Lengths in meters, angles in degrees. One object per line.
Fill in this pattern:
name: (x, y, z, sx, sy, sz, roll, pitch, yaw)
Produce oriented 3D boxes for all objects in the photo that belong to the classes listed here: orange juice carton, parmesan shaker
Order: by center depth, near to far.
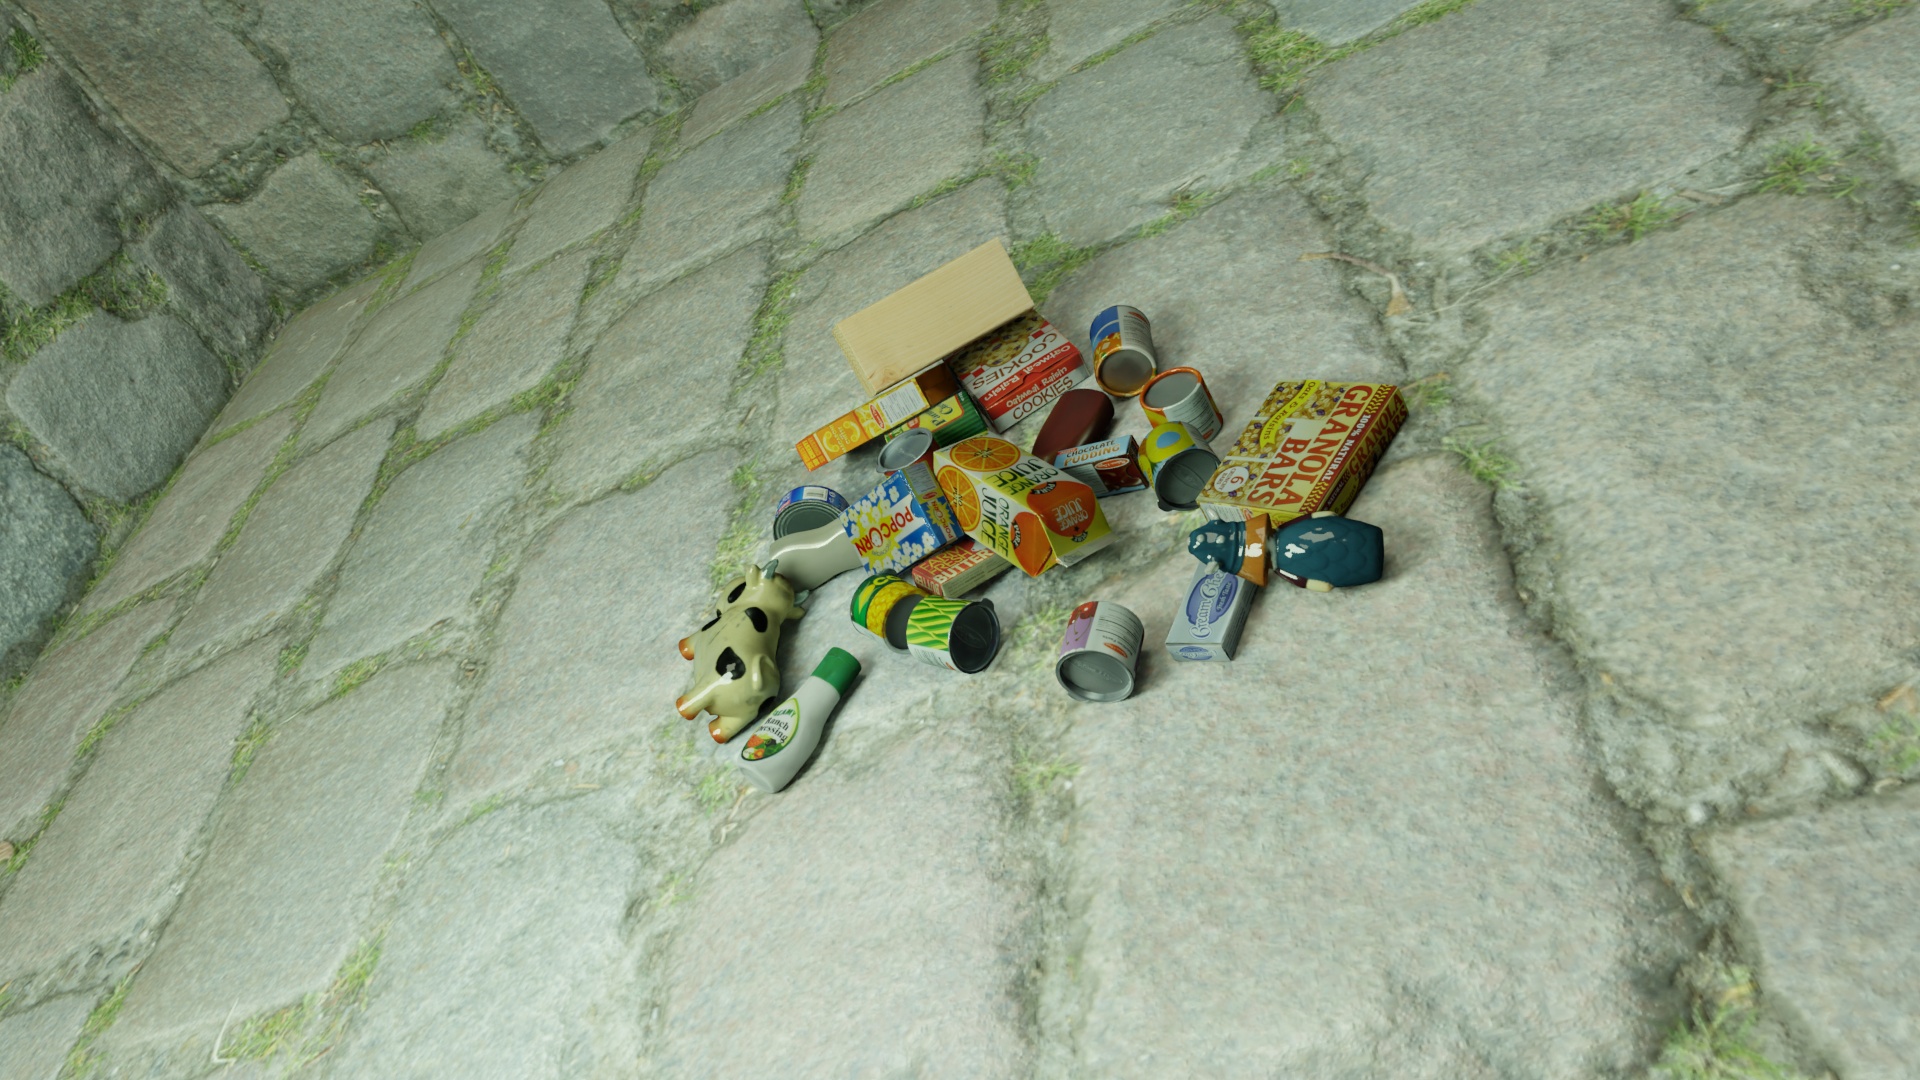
orange juice carton: (0.061, -0.029, 1.317, 0.072, 0.072, 0.193, -24, 40, -32)
parmesan shaker: (-0.023, -0.114, 1.533, 0.103, 0.071, 0.071, -30, 34, 5)

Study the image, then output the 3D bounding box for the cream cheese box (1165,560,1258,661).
cream cheese box: (0.214, 0.055, 1.164, 0.053, 0.024, 0.104, -3, 44, 38)

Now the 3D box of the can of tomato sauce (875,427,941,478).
can of tomato sauce: (-0.041, -0.066, 1.471, 0.071, 0.082, 0.071, -22, 36, 17)

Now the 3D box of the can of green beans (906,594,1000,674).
can of green beans: (-0.007, 0.085, 1.271, 0.058, 0.071, 0.071, 7, 51, 45)

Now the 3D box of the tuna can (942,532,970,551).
tuna can: (0.005, -0.018, 1.418, 0.071, 0.032, 0.071, -22, 36, 17)

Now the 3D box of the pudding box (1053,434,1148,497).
pudding box: (0.139, -0.069, 1.358, 0.083, 0.049, 0.030, -11, 42, 31)

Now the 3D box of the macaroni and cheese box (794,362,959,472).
macaroni and cheese box: (-0.095, -0.143, 1.591, 0.166, 0.040, 0.124, -26, 6, 20)

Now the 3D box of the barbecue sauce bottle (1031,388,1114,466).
barbecue sauce bottle: (0.102, -0.092, 1.422, 0.065, 0.043, 0.149, 1, 47, 40)

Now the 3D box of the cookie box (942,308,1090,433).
cookie box: (0.060, -0.201, 1.594, 0.123, 0.040, 0.168, -33, 33, -1)

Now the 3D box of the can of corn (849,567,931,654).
can of corn: (-0.063, 0.068, 1.335, 0.071, 0.071, 0.058, -45, 36, -17)

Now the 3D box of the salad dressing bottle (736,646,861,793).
salad dressing bottle: (-0.149, 0.166, 1.305, 0.064, 0.044, 0.148, 6, 50, 45)

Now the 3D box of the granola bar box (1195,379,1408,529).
granola bar box: (0.305, -0.075, 1.239, 0.124, 0.039, 0.166, 10, 53, 45)

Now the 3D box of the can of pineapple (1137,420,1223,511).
can of pineapple: (0.202, -0.069, 1.291, 0.071, 0.070, 0.058, -29, 34, 7)

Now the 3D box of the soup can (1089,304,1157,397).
soup can: (0.172, -0.199, 1.481, 0.071, 0.071, 0.084, -21, 36, 18)

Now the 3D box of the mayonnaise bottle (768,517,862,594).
mayonnaise bottle: (-0.126, 0.005, 1.475, 0.148, 0.064, 0.041, -22, 34, 9)

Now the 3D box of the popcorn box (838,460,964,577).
popcorn box: (-0.061, -0.015, 1.381, 0.038, 0.085, 0.126, -22, -7, -40)

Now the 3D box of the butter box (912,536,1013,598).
butter box: (0.009, 0.022, 1.349, 0.104, 0.024, 0.053, -29, 31, -24)

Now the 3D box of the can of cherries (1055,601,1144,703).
can of cherries: (0.116, 0.094, 1.161, 0.071, 0.071, 0.059, -11, 40, 29)

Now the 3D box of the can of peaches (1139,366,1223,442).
can of peaches: (0.215, -0.129, 1.363, 0.071, 0.058, 0.071, -22, 36, 17)
